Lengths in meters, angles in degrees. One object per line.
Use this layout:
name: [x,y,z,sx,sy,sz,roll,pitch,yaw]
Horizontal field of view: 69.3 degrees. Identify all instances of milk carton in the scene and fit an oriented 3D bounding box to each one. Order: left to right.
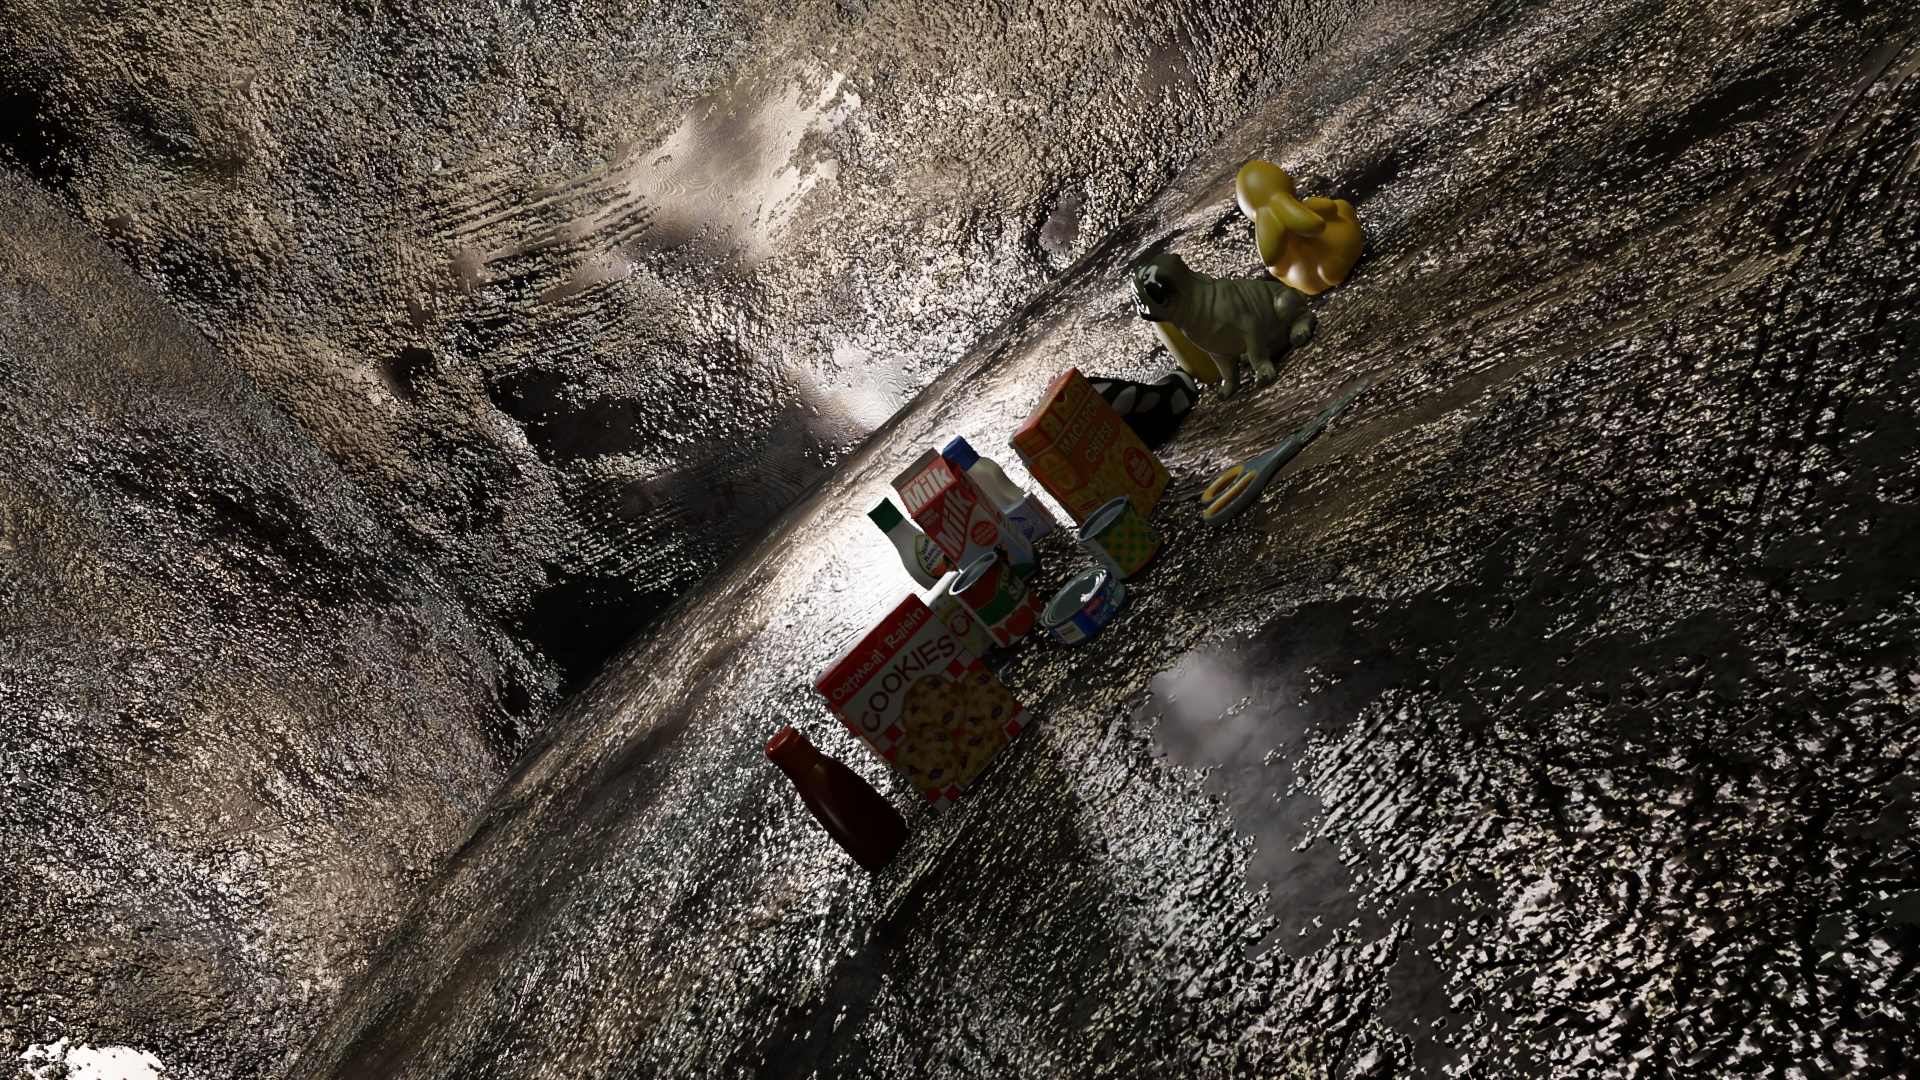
milk carton: [0.006,-0.020,1.631,0.072,0.190,0.074,-40,13,13]

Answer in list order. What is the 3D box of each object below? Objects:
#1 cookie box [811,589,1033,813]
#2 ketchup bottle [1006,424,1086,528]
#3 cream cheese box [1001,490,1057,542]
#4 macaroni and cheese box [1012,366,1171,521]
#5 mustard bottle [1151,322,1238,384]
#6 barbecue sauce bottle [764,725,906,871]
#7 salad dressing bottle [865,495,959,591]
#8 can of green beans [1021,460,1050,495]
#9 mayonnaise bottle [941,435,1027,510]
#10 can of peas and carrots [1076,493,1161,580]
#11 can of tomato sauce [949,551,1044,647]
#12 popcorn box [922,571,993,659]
cookie box: [-0.034,0.146,1.267,0.123,0.167,0.040,-45,13,-12]
ketchup bottle: [0.113,-0.068,1.561,0.043,0.148,0.065,-42,13,4]
cream cheese box: [0.066,-0.015,1.740,0.103,0.053,0.024,-33,16,35]
macaroni and cheese box: [0.145,-0.089,1.496,0.040,0.166,0.124,-31,17,43]
mustard bottle: [0.271,-0.265,1.702,0.065,0.160,0.049,-45,13,-8]
barbecue sauce bottle: [-0.116,0.232,1.272,0.043,0.148,0.065,-34,15,33]
salad dressing bottle: [-0.065,0.005,1.852,0.044,0.147,0.064,-27,20,51]
can of green beans: [0.124,-0.101,1.839,0.071,0.057,0.071,-40,13,11]
mayonnaise bottle: [0.037,-0.071,1.797,0.064,0.148,0.041,-33,16,38]
can of peas and carrots: [0.163,-0.004,1.409,0.071,0.058,0.071,-40,13,11]
can of tomato sauce: [0.041,0.063,1.498,0.071,0.083,0.071,-40,13,11]
popcorn box: [-0.019,0.107,1.530,0.127,0.085,0.038,-48,14,-22]
